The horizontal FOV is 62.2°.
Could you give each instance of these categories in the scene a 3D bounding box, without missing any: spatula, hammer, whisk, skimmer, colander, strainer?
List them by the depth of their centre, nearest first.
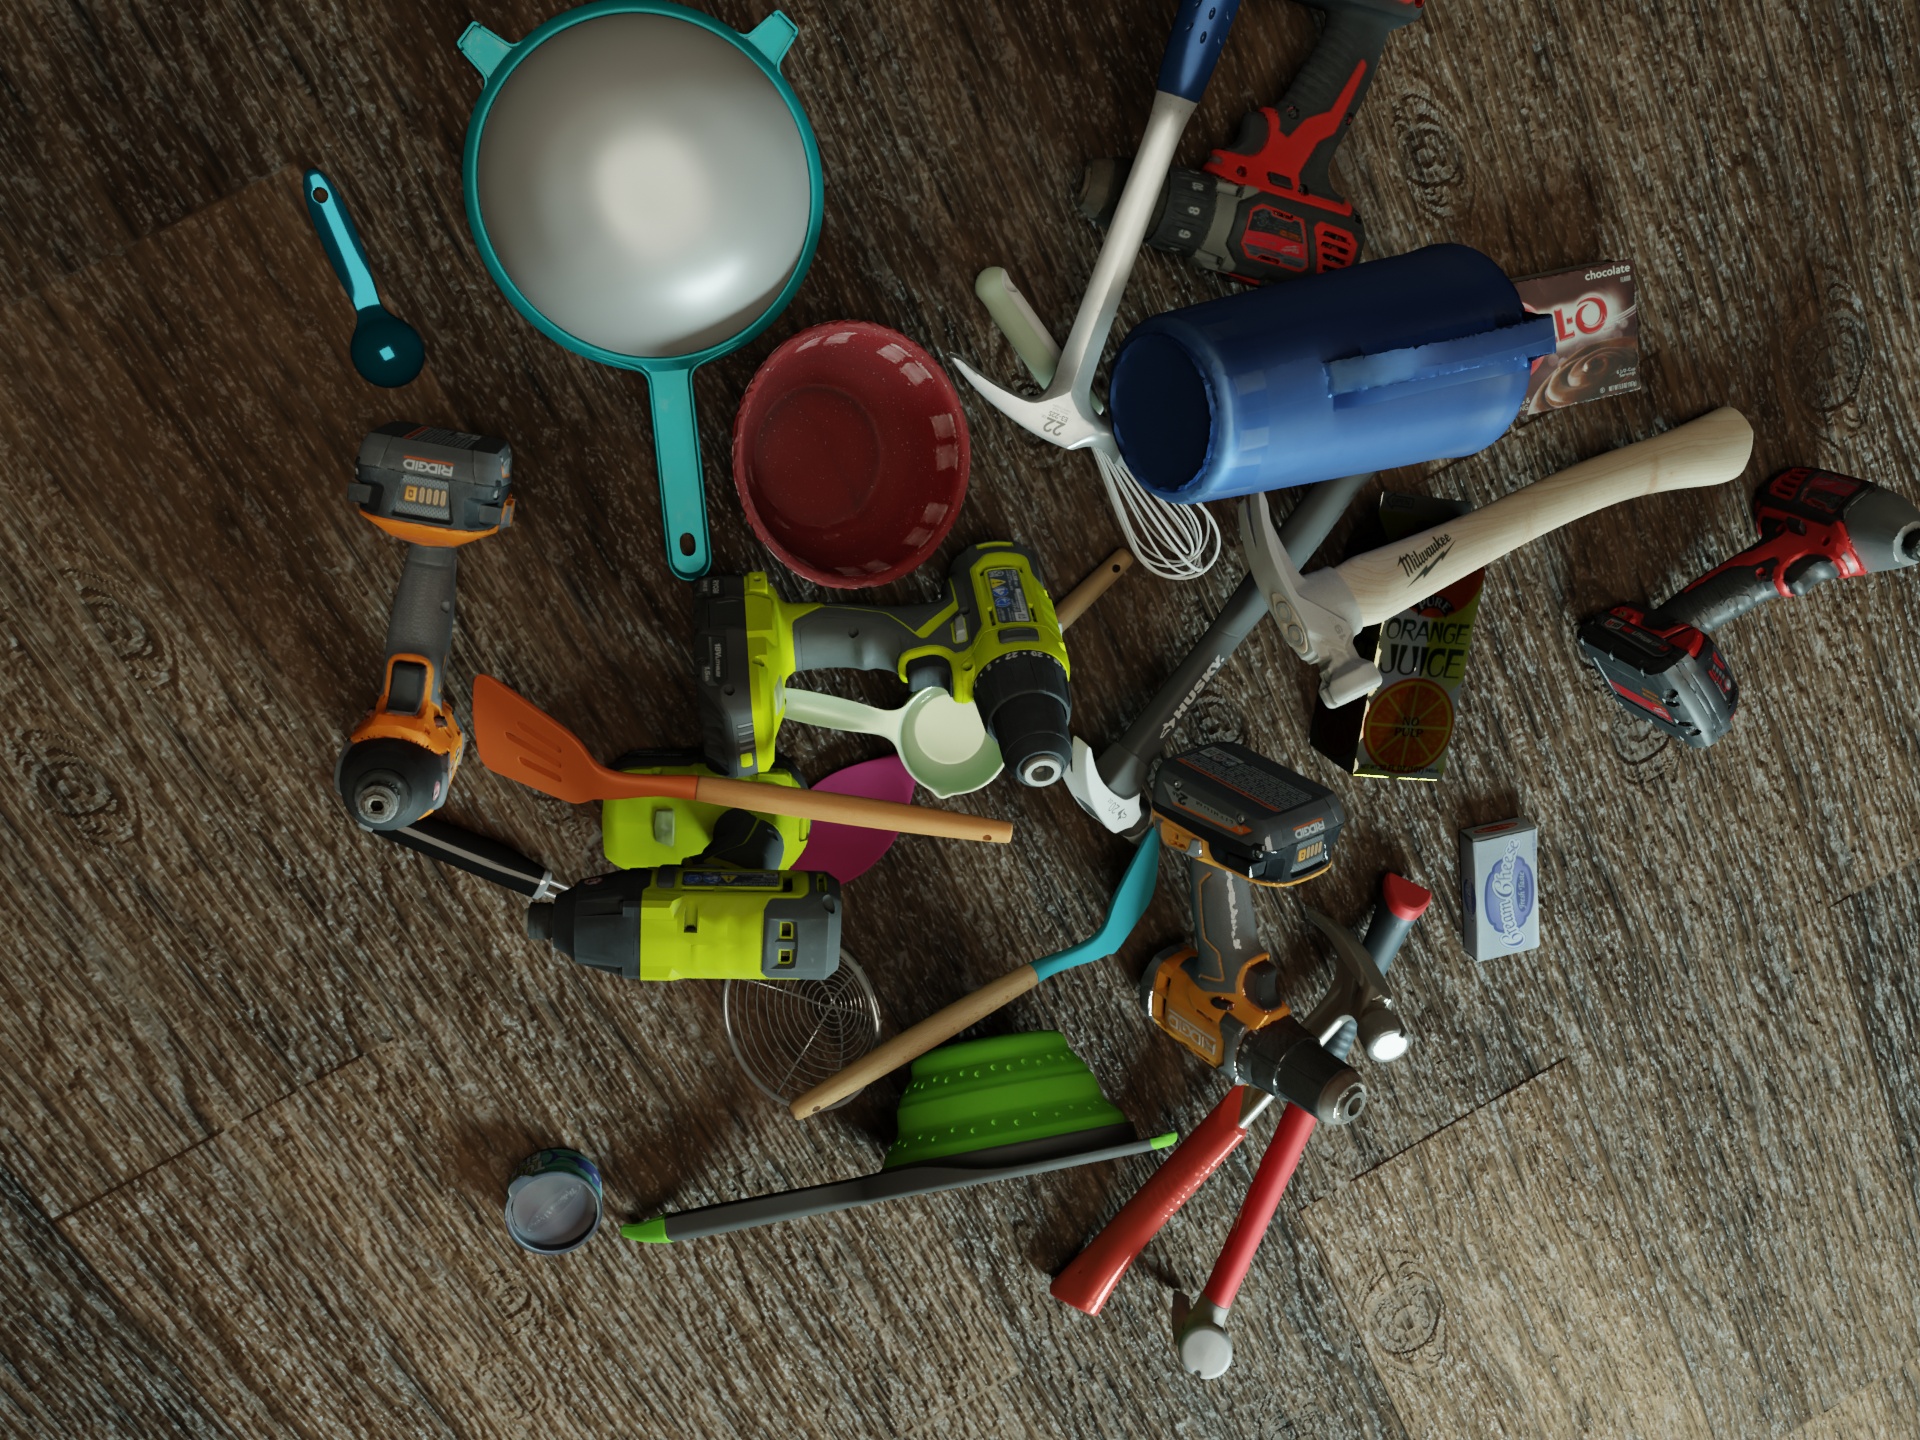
[{"bbox_3d":[-0.174,-0.243,0.928,0.211,0.095,0.340,-7,106,-11],"label":"strainer"},{"bbox_3d":[0.117,-0.356,0.930,0.144,0.035,0.405,17,109,-9],"label":"hammer"},{"bbox_3d":[-0.128,0.036,0.933,0.322,0.041,0.081,9,135,-5],"label":"spatula"},{"bbox_3d":[0.088,-0.190,1.033,0.059,0.058,0.246,-29,109,29],"label":"whisk"},{"bbox_3d":[-0.220,0.146,1.035,0.363,0.090,0.127,26,114,-18],"label":"skimmer"},{"bbox_3d":[0.021,0.175,1.065,0.317,0.044,0.082,-27,140,-21],"label":"spatula"},{"bbox_3d":[0.374,-0.146,1.068,0.410,0.038,0.146,-23,81,-22],"label":"hammer"},{"bbox_3d":[0.185,-0.072,1.072,0.335,0.035,0.146,-53,143,0],"label":"hammer"},{"bbox_3d":[-0.052,0.288,1.116,0.397,0.204,0.094,-13,75,7],"label":"colander"},{"bbox_3d":[0.184,0.306,1.183,0.036,0.149,0.359,30,109,-23],"label":"hammer"},{"bbox_3d":[0.255,0.295,1.200,0.038,0.143,0.386,25,88,6],"label":"hammer"}]

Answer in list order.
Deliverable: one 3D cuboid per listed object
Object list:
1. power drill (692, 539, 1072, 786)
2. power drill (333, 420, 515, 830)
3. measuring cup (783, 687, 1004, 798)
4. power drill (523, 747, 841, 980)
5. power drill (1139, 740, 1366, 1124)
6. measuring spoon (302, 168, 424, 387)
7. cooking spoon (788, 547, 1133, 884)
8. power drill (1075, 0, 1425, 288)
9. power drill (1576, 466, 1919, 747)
[{"bbox_3d":[-0.045,-0.028,0.978,0.228,0.191,0.080,-5,134,-6],"label":"power drill"},{"bbox_3d":[-0.315,-0.051,0.918,0.084,0.164,0.226,9,102,-14],"label":"power drill"},{"bbox_3d":[-0.049,-0.001,1.050,0.167,0.038,0.083,12,98,-4],"label":"measuring cup"},{"bbox_3d":[-0.163,0.087,0.957,0.171,0.223,0.080,2,107,-8],"label":"power drill"},{"bbox_3d":[0.201,0.148,1.068,0.084,0.185,0.226,-17,119,-31],"label":"power drill"},{"bbox_3d":[-0.351,-0.255,0.922,0.042,0.021,0.128,-20,111,-7],"label":"measuring spoon"},{"bbox_3d":[-0.002,-0.003,1.081,0.319,0.017,0.068,-43,101,2],"label":"cooking spoon"},{"bbox_3d":[0.182,-0.388,0.980,0.187,0.080,0.226,11,107,-15],"label":"power drill"},{"bbox_3d":[0.566,-0.088,1.123,0.219,0.143,0.078,-39,114,3],"label":"power drill"}]
